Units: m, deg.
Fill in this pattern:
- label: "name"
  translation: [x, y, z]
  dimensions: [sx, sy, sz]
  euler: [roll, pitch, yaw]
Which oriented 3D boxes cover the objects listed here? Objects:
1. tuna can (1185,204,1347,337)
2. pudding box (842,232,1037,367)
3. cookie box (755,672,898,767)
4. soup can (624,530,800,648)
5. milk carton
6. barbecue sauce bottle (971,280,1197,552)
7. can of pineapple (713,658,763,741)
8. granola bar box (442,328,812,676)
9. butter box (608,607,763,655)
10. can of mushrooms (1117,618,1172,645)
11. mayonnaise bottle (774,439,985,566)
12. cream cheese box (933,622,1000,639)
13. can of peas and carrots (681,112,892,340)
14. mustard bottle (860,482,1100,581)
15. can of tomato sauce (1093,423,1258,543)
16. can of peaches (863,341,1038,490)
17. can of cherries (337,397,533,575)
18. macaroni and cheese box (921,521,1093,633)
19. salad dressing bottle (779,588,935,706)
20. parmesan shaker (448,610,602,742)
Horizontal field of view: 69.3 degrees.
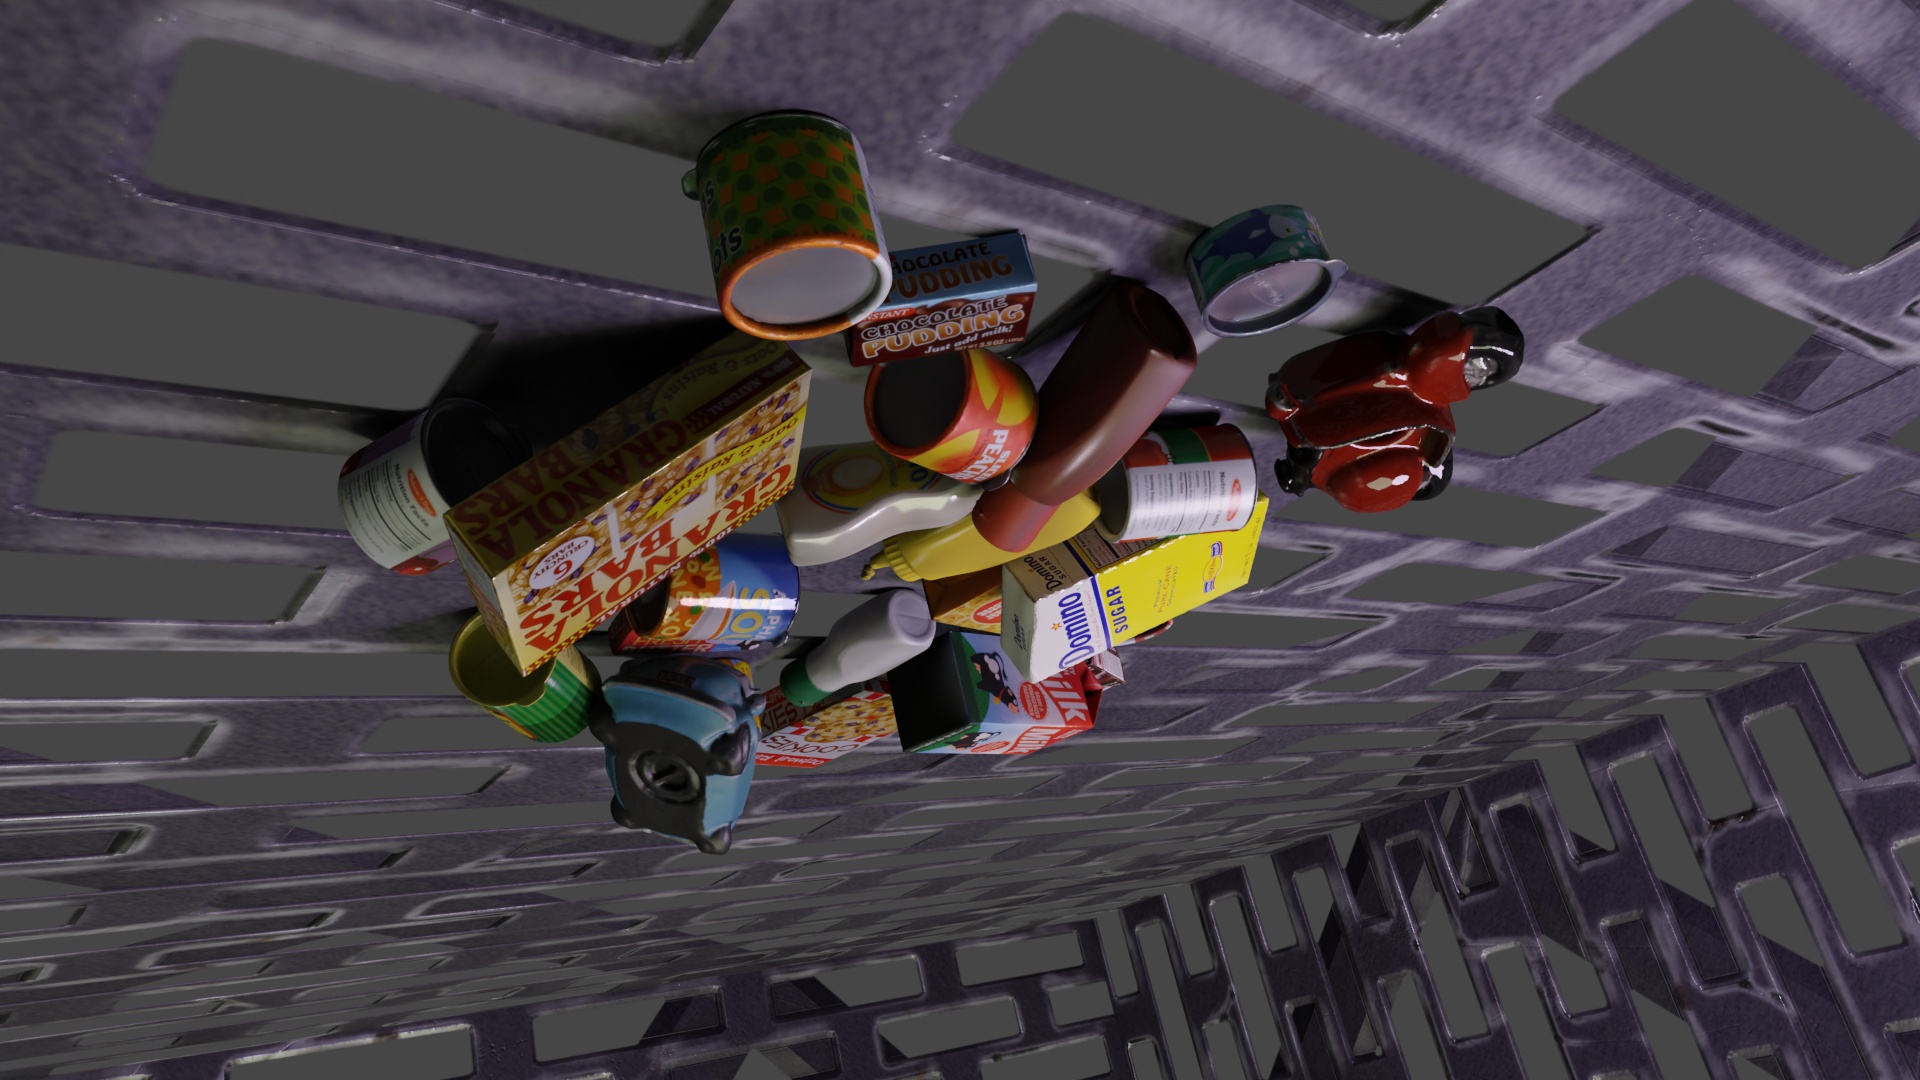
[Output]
- label: "tuna can"
  translation: [0.144, -0.128, 0.658]
  dimensions: [0.071, 0.033, 0.071]
  euler: [-12, 158, -5]
- label: "pudding box"
  translation: [-0.011, -0.107, 0.619]
  dimensions: [0.084, 0.030, 0.049]
  euler: [-10, 157, -10]
- label: "cookie box"
  translation: [-0.109, 0.144, 1.165]
  dimensions: [0.167, 0.040, 0.123]
  euler: [-27, 155, 28]
- label: "soup can"
  translation: [-0.145, 0.028, 0.813]
  dimensions: [0.084, 0.071, 0.071]
  euler: [4, 152, -37]
- label: "milk carton"
  translation: [0.037, 0.122, 1.084]
  dimensions: [0.072, 0.073, 0.191]
  euler: [-28, 155, 34]
- label: "barbecue sauce bottle"
  translation: [0.057, -0.055, 0.693]
  dimensions: [0.044, 0.065, 0.147]
  euler: [15, 129, -29]
- label: "can of pineapple"
  translation: [-0.185, 0.126, 1.049]
  dimensions: [0.071, 0.058, 0.070]
  euler: [-12, 159, -5]
- label: "granola bar box"
  translation: [-0.148, -0.019, 0.640]
  dimensions: [0.166, 0.039, 0.123]
  euler: [-38, 167, -23]
- label: "butter box"
  translation: [-0.176, 0.055, 0.925]
  dimensions: [0.104, 0.024, 0.053]
  euler: [1, 154, -33]
- label: "can of mushrooms"
  translation: [0.136, 0.058, 1.110]
  dimensions: [0.071, 0.033, 0.070]
  euler: [-11, 158, -5]
- label: "mayonnaise bottle"
  translation: [-0.027, -0.033, 0.753]
  dimensions: [0.148, 0.065, 0.041]
  euler: [-15, 146, -8]
- label: "cream cheese box"
  translation: [0.027, 0.072, 1.091]
  dimensions: [0.104, 0.024, 0.053]
  euler: [2, 153, -34]
- label: "can of peas and carrots"
  translation: [-0.065, -0.116, 0.523]
  dimensions: [0.071, 0.059, 0.070]
  euler: [-12, 158, -5]
- label: "mustard bottle"
  translation: [0.003, -0.010, 0.837]
  dimensions: [0.160, 0.049, 0.065]
  euler: [-22, 143, 23]
- label: "can of tomato sauce"
  translation: [0.124, -0.035, 0.834]
  dimensions: [0.083, 0.071, 0.071]
  euler: [-6, 157, -18]
- label: "can of peaches"
  translation: [-0.004, -0.064, 0.674]
  dimensions: [0.071, 0.071, 0.058]
  euler: [-26, 154, 28]
- label: "can of cherries"
  translation: [-0.238, -0.024, 0.638]
  dimensions: [0.058, 0.072, 0.071]
  euler: [-24, 156, 24]
- label: "macaroni and cheese box"
  translation: [0.073, 0.027, 0.987]
  dimensions: [0.123, 0.040, 0.166]
  euler: [-29, 154, 31]
- label: "salad dressing bottle"
  translation: [-0.080, 0.083, 1.028]
  dimensions: [0.064, 0.044, 0.147]
  euler: [12, 148, -39]
- label: "parmesan shaker"
  translation: [-0.272, 0.089, 0.883]
  dimensions: [0.071, 0.071, 0.102]
  euler: [-13, 158, -3]
